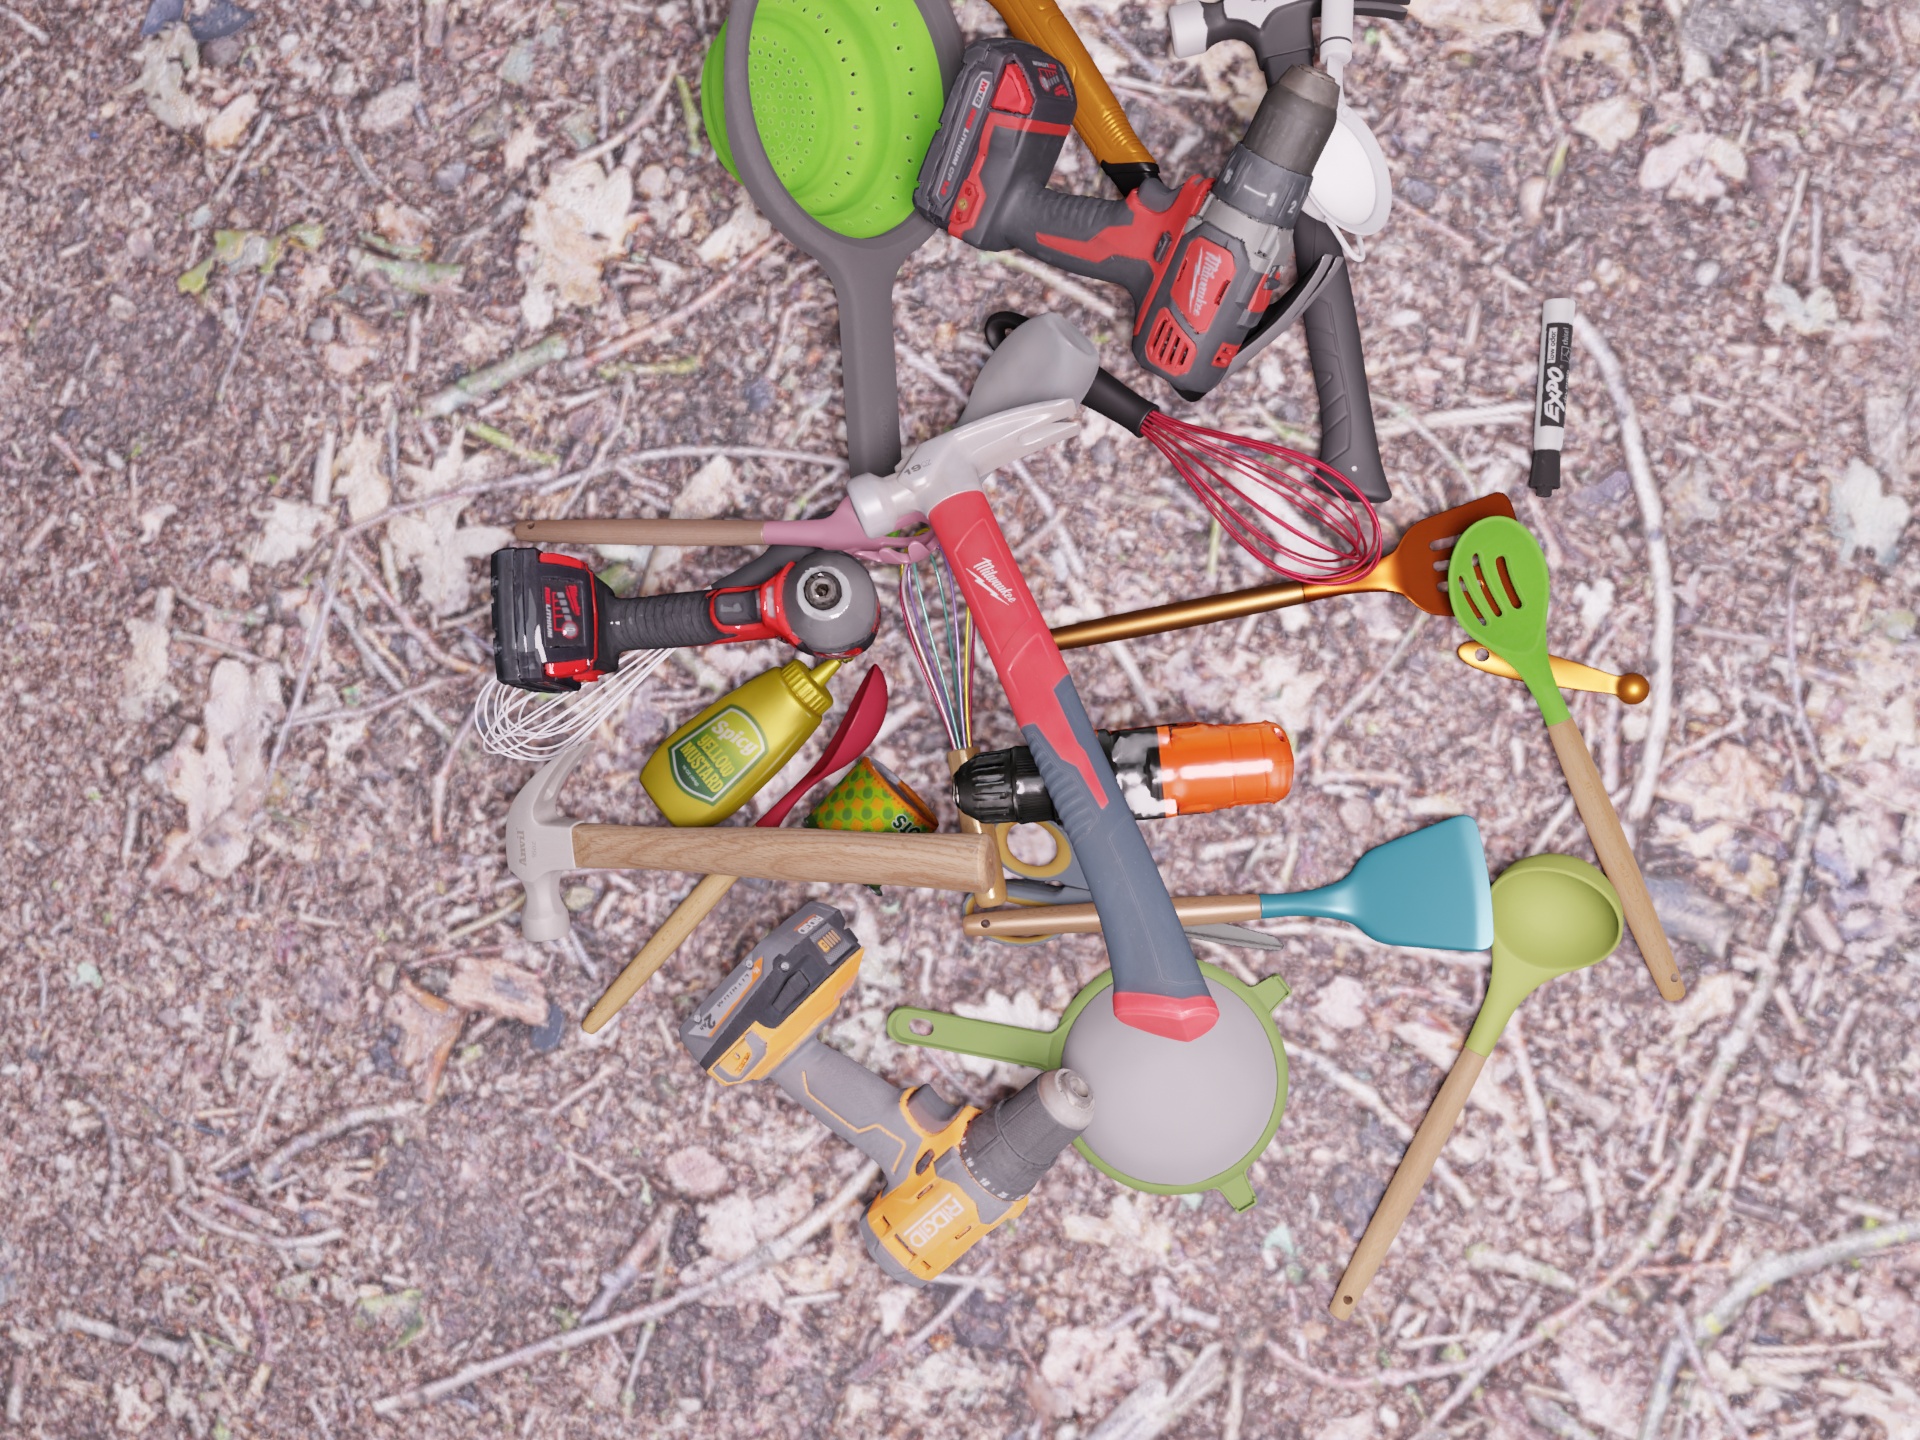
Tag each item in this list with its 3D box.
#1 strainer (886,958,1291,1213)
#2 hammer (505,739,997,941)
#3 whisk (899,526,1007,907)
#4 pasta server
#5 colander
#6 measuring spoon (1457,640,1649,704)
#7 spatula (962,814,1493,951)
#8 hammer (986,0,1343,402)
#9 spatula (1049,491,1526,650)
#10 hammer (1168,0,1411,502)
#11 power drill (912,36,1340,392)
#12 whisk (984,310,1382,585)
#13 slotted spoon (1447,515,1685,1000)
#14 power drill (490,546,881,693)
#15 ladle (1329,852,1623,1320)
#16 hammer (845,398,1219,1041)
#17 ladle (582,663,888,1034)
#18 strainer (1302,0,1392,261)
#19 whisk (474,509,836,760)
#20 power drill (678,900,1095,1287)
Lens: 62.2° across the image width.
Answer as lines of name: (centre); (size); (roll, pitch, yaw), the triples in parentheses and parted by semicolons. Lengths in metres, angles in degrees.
strainer: (0.076, 0.214, 0.985); (0.256, 0.069, 0.151); (10, 90, 6)
hammer: (-0.137, 0.079, 0.980); (0.331, 0.031, 0.130); (0, 102, 21)
whisk: (0.000, -0.004, 1.007); (0.047, 0.051, 0.245); (-11, 86, 5)
pasta server: (-0.150, -0.124, 1.014); (0.316, 0.040, 0.060); (3, 62, 19)
colander: (-0.088, -0.306, 1.007); (0.094, 0.204, 0.397); (10, 109, 41)
measuring spoon: (0.365, -0.031, 0.979); (0.117, 0.011, 0.021); (13, 91, 8)
spatula: (0.159, 0.113, 0.977); (0.317, 0.044, 0.082); (-5, 77, 3)
hammer: (0.099, -0.371, 0.996); (0.127, 0.034, 0.337); (-38, 79, 34)
spatula: (0.191, -0.075, 1.001); (0.322, 0.041, 0.081); (-10, 88, 12)
hammer: (0.229, -0.300, 0.993); (0.146, 0.035, 0.335); (-9, 88, 8)
power drill: (0.100, -0.325, 0.940); (0.227, 0.080, 0.187); (36, 120, 19)
whisk: (0.131, -0.174, 0.982); (0.296, 0.073, 0.073); (36, 94, 18)
slotted spoon: (0.370, 0.025, 0.963); (0.070, 0.031, 0.314); (-24, 91, -13)
power drill: (-0.158, -0.064, 0.945); (0.219, 0.143, 0.078); (-4, 88, -2)
ladle: (0.301, 0.226, 0.962); (0.078, 0.062, 0.320); (27, 95, 13)
hammer: (0.060, -0.014, 0.837); (0.143, 0.038, 0.387); (-23, 57, 0)
ladle: (-0.145, 0.090, 1.031); (0.031, 0.069, 0.315); (40, 100, -10)
strainer: (0.225, -0.393, 0.957); (0.086, 0.050, 0.258); (8, 82, -35)
whisk: (-0.190, -0.058, 1.036); (0.284, 0.070, 0.070); (-31, 85, 1)
power drill: (-0.042, 0.217, 0.974); (0.226, 0.084, 0.185); (46, 118, 5)
